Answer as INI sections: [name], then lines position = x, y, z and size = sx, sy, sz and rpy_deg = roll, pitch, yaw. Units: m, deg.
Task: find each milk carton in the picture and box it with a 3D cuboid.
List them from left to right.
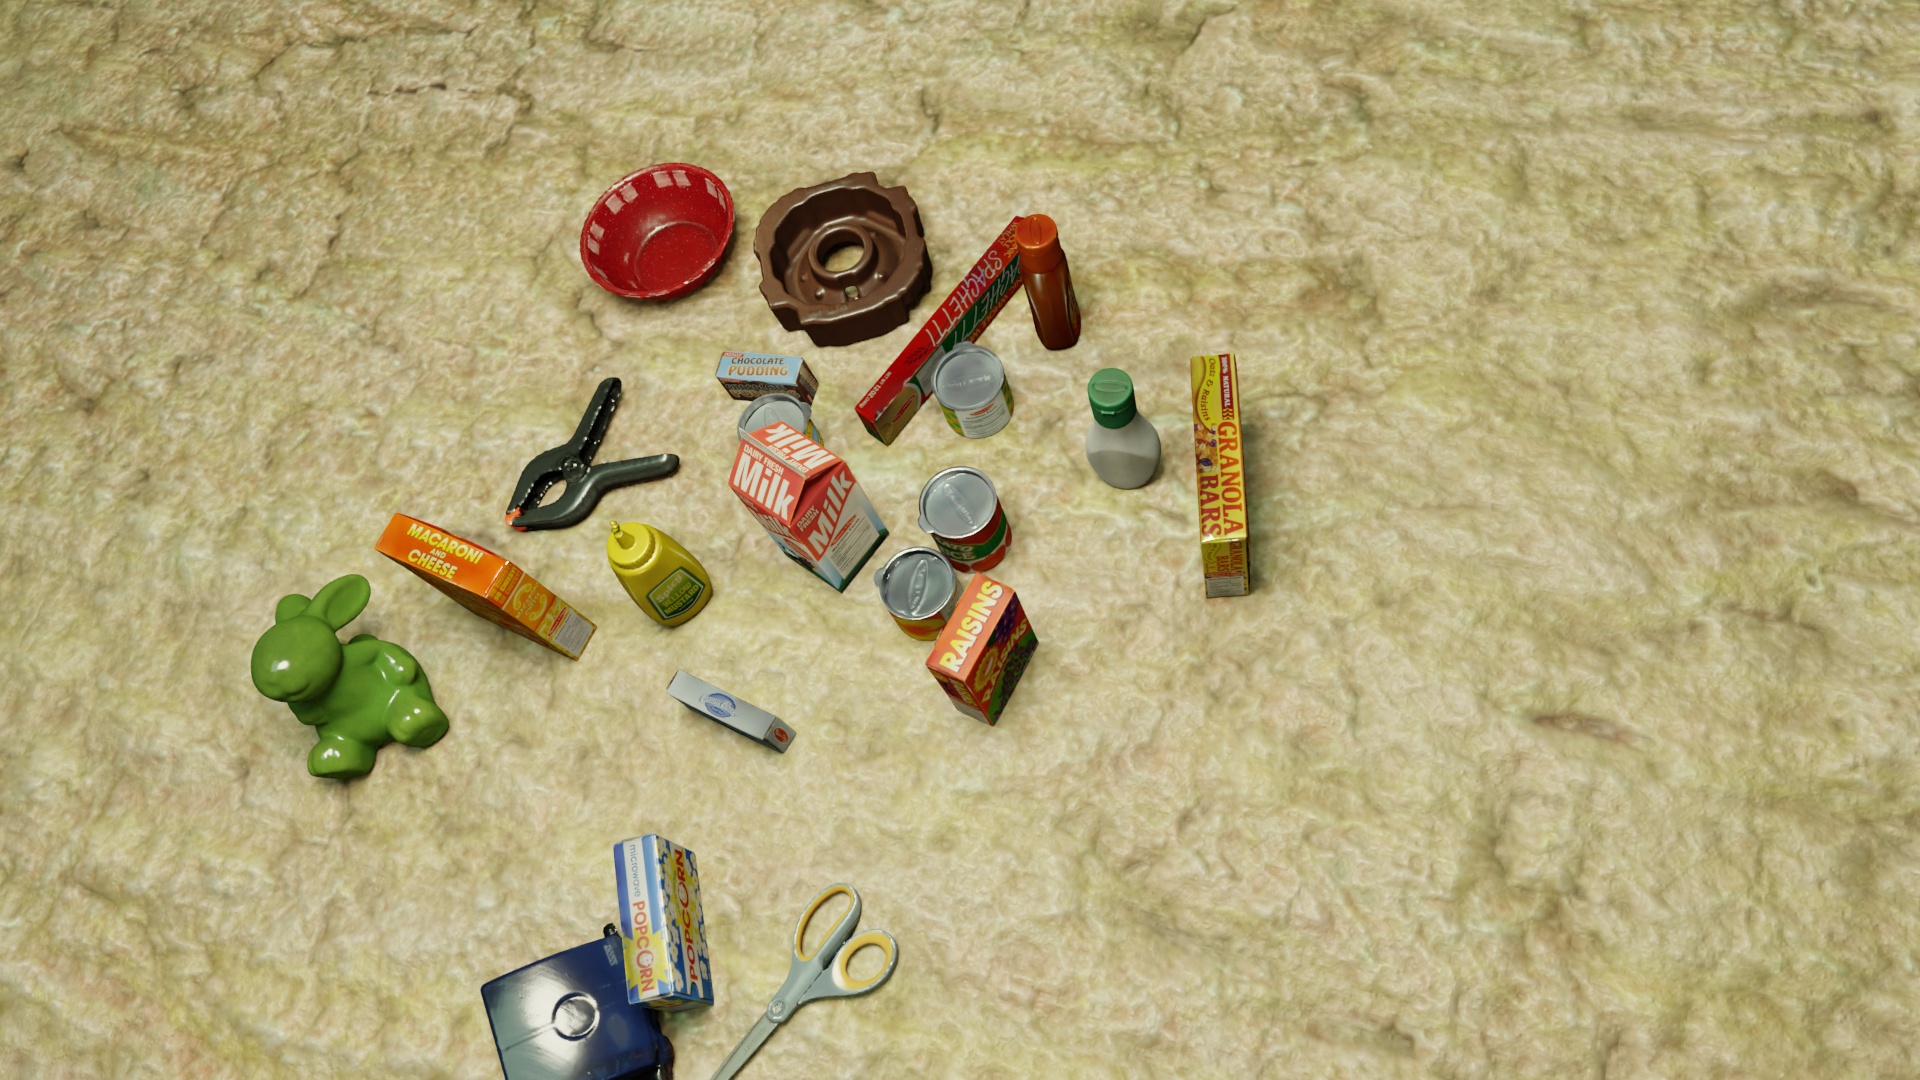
[milk carton]
position = -0.130, -0.034, 1.167
size = 0.072, 0.190, 0.073
rpy_deg = 33, 77, 23

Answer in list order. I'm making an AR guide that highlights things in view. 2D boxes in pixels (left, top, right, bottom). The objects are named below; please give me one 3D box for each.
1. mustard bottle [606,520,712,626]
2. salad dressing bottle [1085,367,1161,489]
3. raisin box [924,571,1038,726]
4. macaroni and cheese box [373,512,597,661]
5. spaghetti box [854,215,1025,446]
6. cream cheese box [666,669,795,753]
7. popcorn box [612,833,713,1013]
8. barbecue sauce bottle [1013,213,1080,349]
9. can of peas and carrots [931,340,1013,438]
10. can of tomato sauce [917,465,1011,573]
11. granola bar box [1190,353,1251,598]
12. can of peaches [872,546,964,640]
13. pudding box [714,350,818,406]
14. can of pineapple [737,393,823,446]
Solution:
[mustard bottle]
position = -0.265, 0.022, 1.188
size = 0.065, 0.159, 0.049
rpy_deg = -42, 65, -7
[salad dressing bottle]
position = 0.133, -0.093, 1.160
size = 0.064, 0.147, 0.044
rpy_deg = 6, 68, 15
[raisin box]
position = 0.019, 0.089, 1.117
size = 0.040, 0.123, 0.086
rpy_deg = 24, 74, 21
[macaroni and cheese box]
position = -0.408, 0.041, 1.207
size = 0.124, 0.166, 0.040
rpy_deg = 20, 73, 20
[spaghetti box]
position = -0.006, -0.197, 1.291
size = 0.029, 0.050, 0.250
rpy_deg = 33, 77, 23
[cream cheese box]
position = -0.194, 0.146, 1.177
size = 0.104, 0.053, 0.024
rpy_deg = 22, 73, 20
[popcorn box]
position = -0.234, 0.303, 1.098
size = 0.038, 0.085, 0.127
rpy_deg = -16, 64, 5
[barbecue sauce bottle]
position = 0.077, -0.232, 1.234
size = 0.043, 0.148, 0.065
rpy_deg = -9, 65, 8
[can of peas and carrots]
position = 0.011, -0.136, 1.255
size = 0.071, 0.058, 0.071
rpy_deg = -5, 66, 10
[can of tomato sauce]
position = 0.004, -0.015, 1.189
size = 0.071, 0.083, 0.071
rpy_deg = -5, 66, 10
[granola bar box]
position = 0.213, -0.051, 1.138
size = 0.039, 0.124, 0.166
rpy_deg = -4, 66, 11
[can of peaches]
position = -0.034, 0.046, 1.184
size = 0.071, 0.058, 0.071
rpy_deg = -5, 66, 10
[pudding box]
position = -0.182, -0.153, 1.309
size = 0.084, 0.049, 0.030
rpy_deg = 7, 69, 15
[can of pineapple]
position = -0.162, -0.093, 1.274
size = 0.071, 0.057, 0.071
rpy_deg = -5, 66, 10
